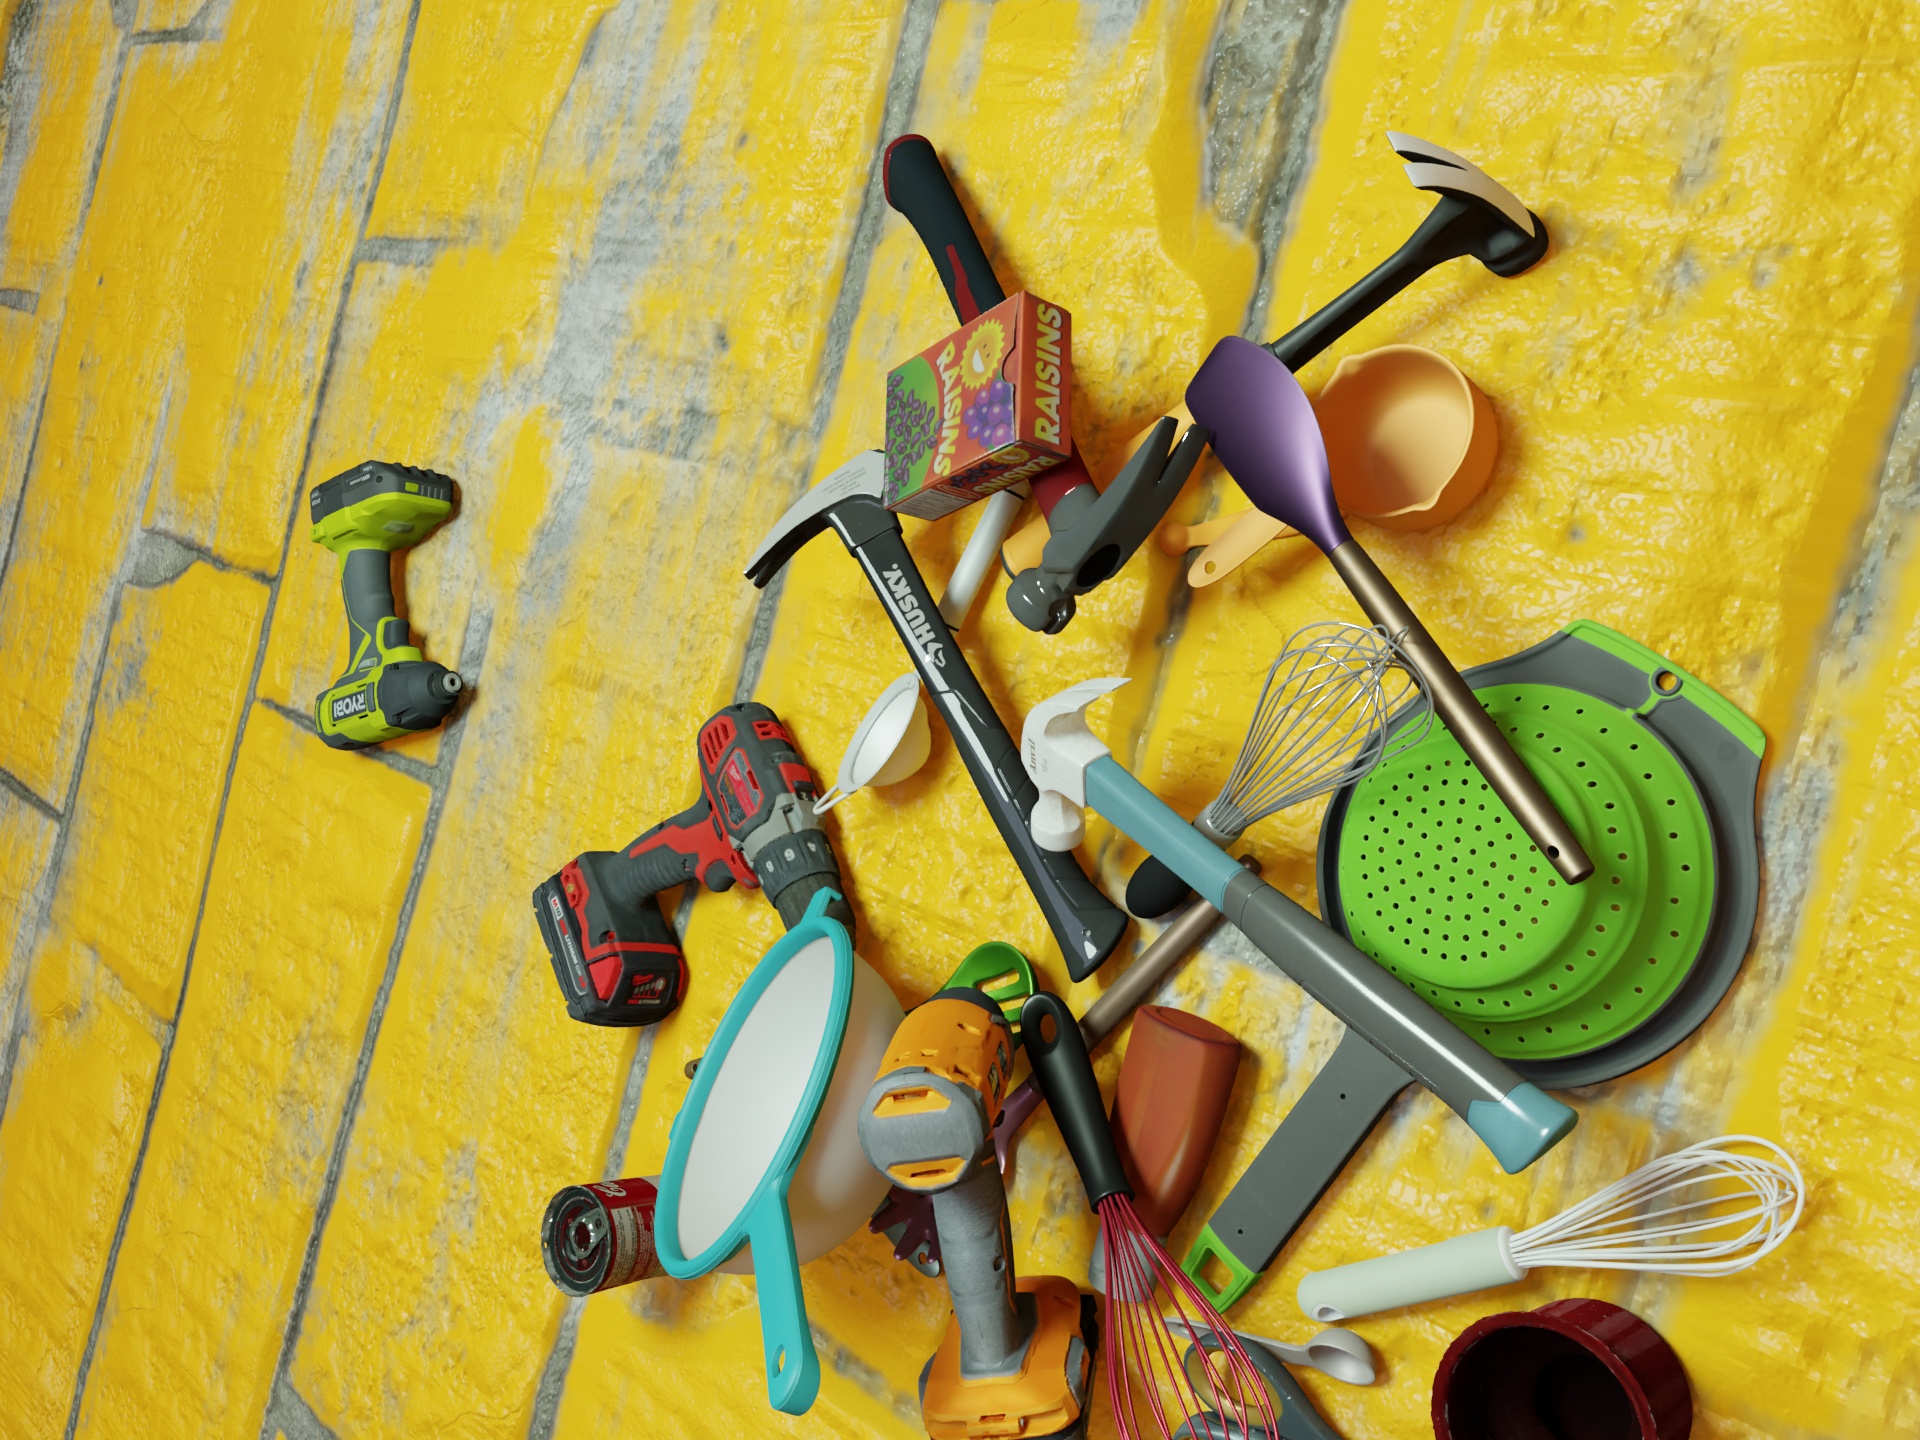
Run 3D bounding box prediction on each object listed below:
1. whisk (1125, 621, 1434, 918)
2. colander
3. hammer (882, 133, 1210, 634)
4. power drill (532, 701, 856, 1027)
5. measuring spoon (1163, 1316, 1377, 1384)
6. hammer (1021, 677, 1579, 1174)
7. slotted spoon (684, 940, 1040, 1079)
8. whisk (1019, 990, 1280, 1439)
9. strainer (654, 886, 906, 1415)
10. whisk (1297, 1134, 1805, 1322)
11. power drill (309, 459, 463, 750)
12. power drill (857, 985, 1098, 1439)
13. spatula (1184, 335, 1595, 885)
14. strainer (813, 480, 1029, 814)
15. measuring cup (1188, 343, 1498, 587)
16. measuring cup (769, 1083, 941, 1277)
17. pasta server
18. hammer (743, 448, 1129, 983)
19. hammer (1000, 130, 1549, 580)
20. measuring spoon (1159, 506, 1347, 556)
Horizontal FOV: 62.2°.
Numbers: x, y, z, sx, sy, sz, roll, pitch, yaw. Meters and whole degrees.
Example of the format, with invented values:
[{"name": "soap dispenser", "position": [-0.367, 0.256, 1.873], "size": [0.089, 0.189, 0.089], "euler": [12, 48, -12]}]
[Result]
[{"name": "whisk", "position": [0.140, 0.038, 0.768], "size": [0.284, 0.070, 0.070], "euler": [120, 135, -57]}, {"name": "colander", "position": [0.201, 0.133, 0.746], "size": [0.205, 0.094, 0.397], "euler": [43, 109, 35]}, {"name": "hammer", "position": [0.027, -0.236, 0.923], "size": [0.143, 0.038, 0.387], "euler": [-51, 43, 36]}, {"name": "power drill", "position": [-0.171, 0.121, 1.061], "size": [0.226, 0.080, 0.188], "euler": [-40, 61, 24]}, {"name": "measuring spoon", "position": [0.155, 0.311, 0.805], "size": [0.124, 0.034, 0.018], "euler": [-7, 37, 43]}, {"name": "hammer", "position": [0.136, 0.087, 0.725], "size": [0.331, 0.033, 0.128], "euler": [40, 148, 41]}, {"name": "slotted spoon", "position": [-0.068, 0.196, 0.995], "size": [0.314, 0.031, 0.070], "euler": [-20, 65, 37]}, {"name": "whisk", "position": [0.082, 0.253, 0.780], "size": [0.073, 0.073, 0.296], "euler": [-46, 42, 24]}, {"name": "strainer", "position": [-0.072, 0.247, 0.846], "size": [0.211, 0.095, 0.341], "euler": [-58, 20, 12]}, {"name": "whisk", "position": [0.258, 0.239, 0.721], "size": [0.246, 0.057, 0.059], "euler": [-29, 31, 35]}, {"name": "power drill", "position": [-0.481, -0.097, 1.343], "size": [0.171, 0.080, 0.223], "euler": [-13, 79, 37]}, {"name": "power drill", "position": [0.012, 0.254, 0.827], "size": [0.084, 0.164, 0.226], "euler": [-11, 101, 12]}, {"name": "spatula", "position": [0.188, -0.060, 0.718], "size": [0.059, 0.018, 0.316], "euler": [-54, 52, 40]}, {"name": "strainer", "position": [-0.013, -0.048, 0.981], "size": [0.258, 0.050, 0.087], "euler": [-63, 19, 5]}, {"name": "measuring cup", "position": [0.195, -0.117, 0.820], "size": [0.173, 0.052, 0.095], "euler": [-38, 62, 30]}, {"name": "measuring cup", "position": [-0.075, 0.286, 0.977], "size": [0.168, 0.038, 0.083], "euler": [36, 105, 39]}, {"name": "pasta server", "position": [0.057, 0.189, 0.889], "size": [0.060, 0.040, 0.316], "euler": [45, 110, 13]}, {"name": "hammer", "position": [-0.001, -0.003, 0.922], "size": [0.146, 0.035, 0.335], "euler": [-28, 76, 3]}, {"name": "hammer", "position": [0.138, -0.171, 0.842], "size": [0.337, 0.127, 0.034], "euler": [-36, 61, 35]}, {"name": "measuring spoon", "position": [0.158, -0.108, 0.872], "size": [0.117, 0.011, 0.021], "euler": [-8, 78, 38]}]
